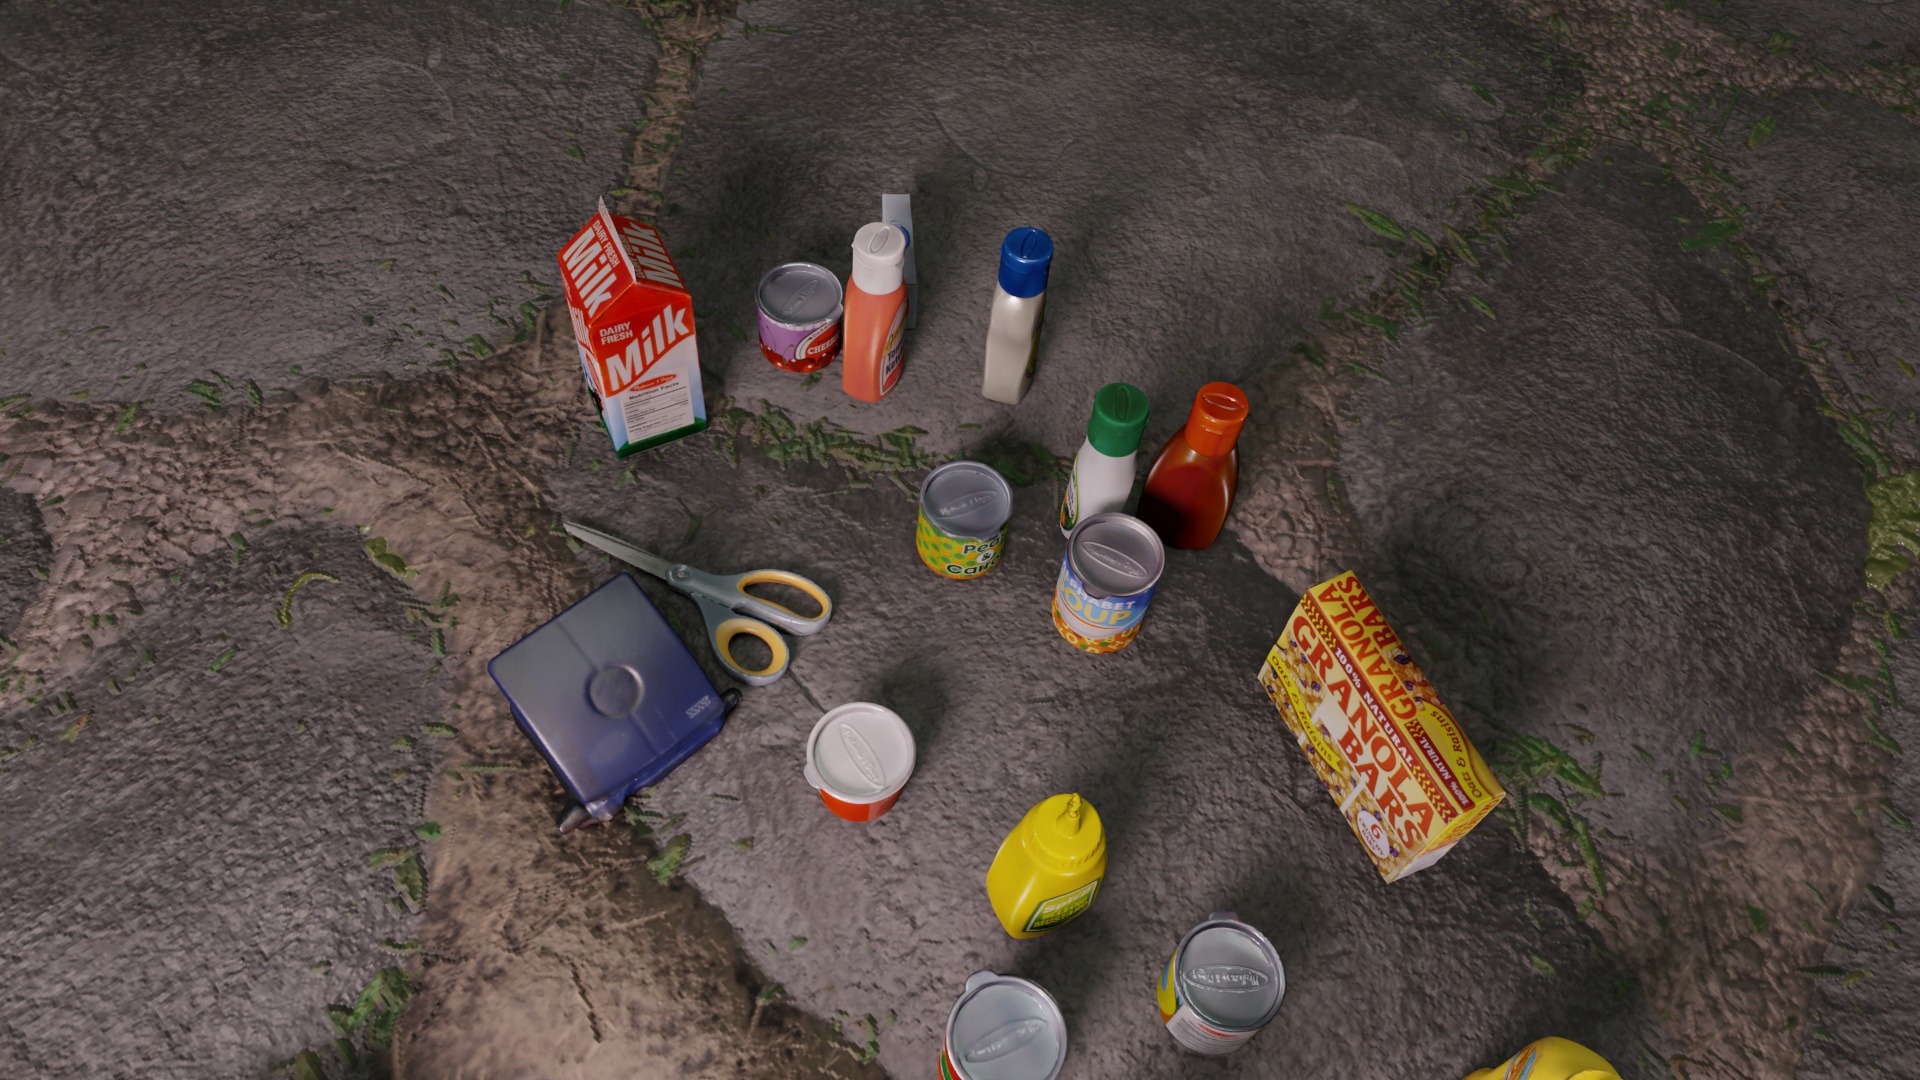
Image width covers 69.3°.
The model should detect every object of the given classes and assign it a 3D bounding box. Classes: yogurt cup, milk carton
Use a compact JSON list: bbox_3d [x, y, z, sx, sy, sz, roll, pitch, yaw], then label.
[{"bbox_3d":[-0.063,0.144,0.883,0.072,0.053,0.073,3,57,-4],"label":"yogurt cup"},{"bbox_3d":[-0.230,-0.149,0.976,0.073,0.189,0.072,-21,62,-17],"label":"milk carton"}]

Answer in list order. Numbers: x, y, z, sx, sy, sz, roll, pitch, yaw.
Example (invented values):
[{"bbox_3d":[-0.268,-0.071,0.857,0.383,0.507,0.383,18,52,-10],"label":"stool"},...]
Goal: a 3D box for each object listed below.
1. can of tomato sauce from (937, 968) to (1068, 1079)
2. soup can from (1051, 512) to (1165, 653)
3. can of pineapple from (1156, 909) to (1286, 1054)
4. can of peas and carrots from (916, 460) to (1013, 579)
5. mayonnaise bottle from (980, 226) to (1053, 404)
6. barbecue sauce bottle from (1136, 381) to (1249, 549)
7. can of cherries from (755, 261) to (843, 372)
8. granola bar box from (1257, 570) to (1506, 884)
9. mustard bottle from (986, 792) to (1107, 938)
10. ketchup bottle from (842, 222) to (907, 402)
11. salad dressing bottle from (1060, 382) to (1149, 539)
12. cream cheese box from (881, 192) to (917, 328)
[{"bbox_3d":[0.021,0.287,0.781,0.071,0.082,0.071,3,57,-4],"label":"can of tomato sauce"},{"bbox_3d":[0.099,0.032,0.953,0.071,0.083,0.072,3,57,-4],"label":"soup can"},{"bbox_3d":[0.154,0.263,0.824,0.071,0.057,0.071,3,57,-4],"label":"can of pineapple"},{"bbox_3d":[0.004,-0.012,0.988,0.071,0.058,0.071,3,57,-4],"label":"can of peas and carrots"},{"bbox_3d":[0.043,-0.169,1.041,0.041,0.147,0.065,15,57,5],"label":"mayonnaise bottle"},{"bbox_3d":[0.167,-0.051,0.976,0.065,0.147,0.044,18,58,7],"label":"barbecue sauce bottle"},{"bbox_3d":[-0.123,-0.171,1.080,0.071,0.058,0.072,3,57,-4],"label":"can of cherries"},{"bbox_3d":[0.261,0.121,0.887,0.039,0.123,0.166,-19,61,-17],"label":"granola bar box"},{"bbox_3d":[0.054,0.184,0.805,0.065,0.159,0.049,-19,61,-17],"label":"mustard bottle"},{"bbox_3d":[-0.063,-0.171,1.031,0.043,0.148,0.065,20,58,7],"label":"ketchup bottle"},{"bbox_3d":[0.101,-0.051,0.970,0.044,0.147,0.064,7,57,-1],"label":"salad dressing bottle"},{"bbox_3d":[-0.050,-0.227,1.126,0.024,0.053,0.104,-2,57,-6],"label":"cream cheese box"}]
